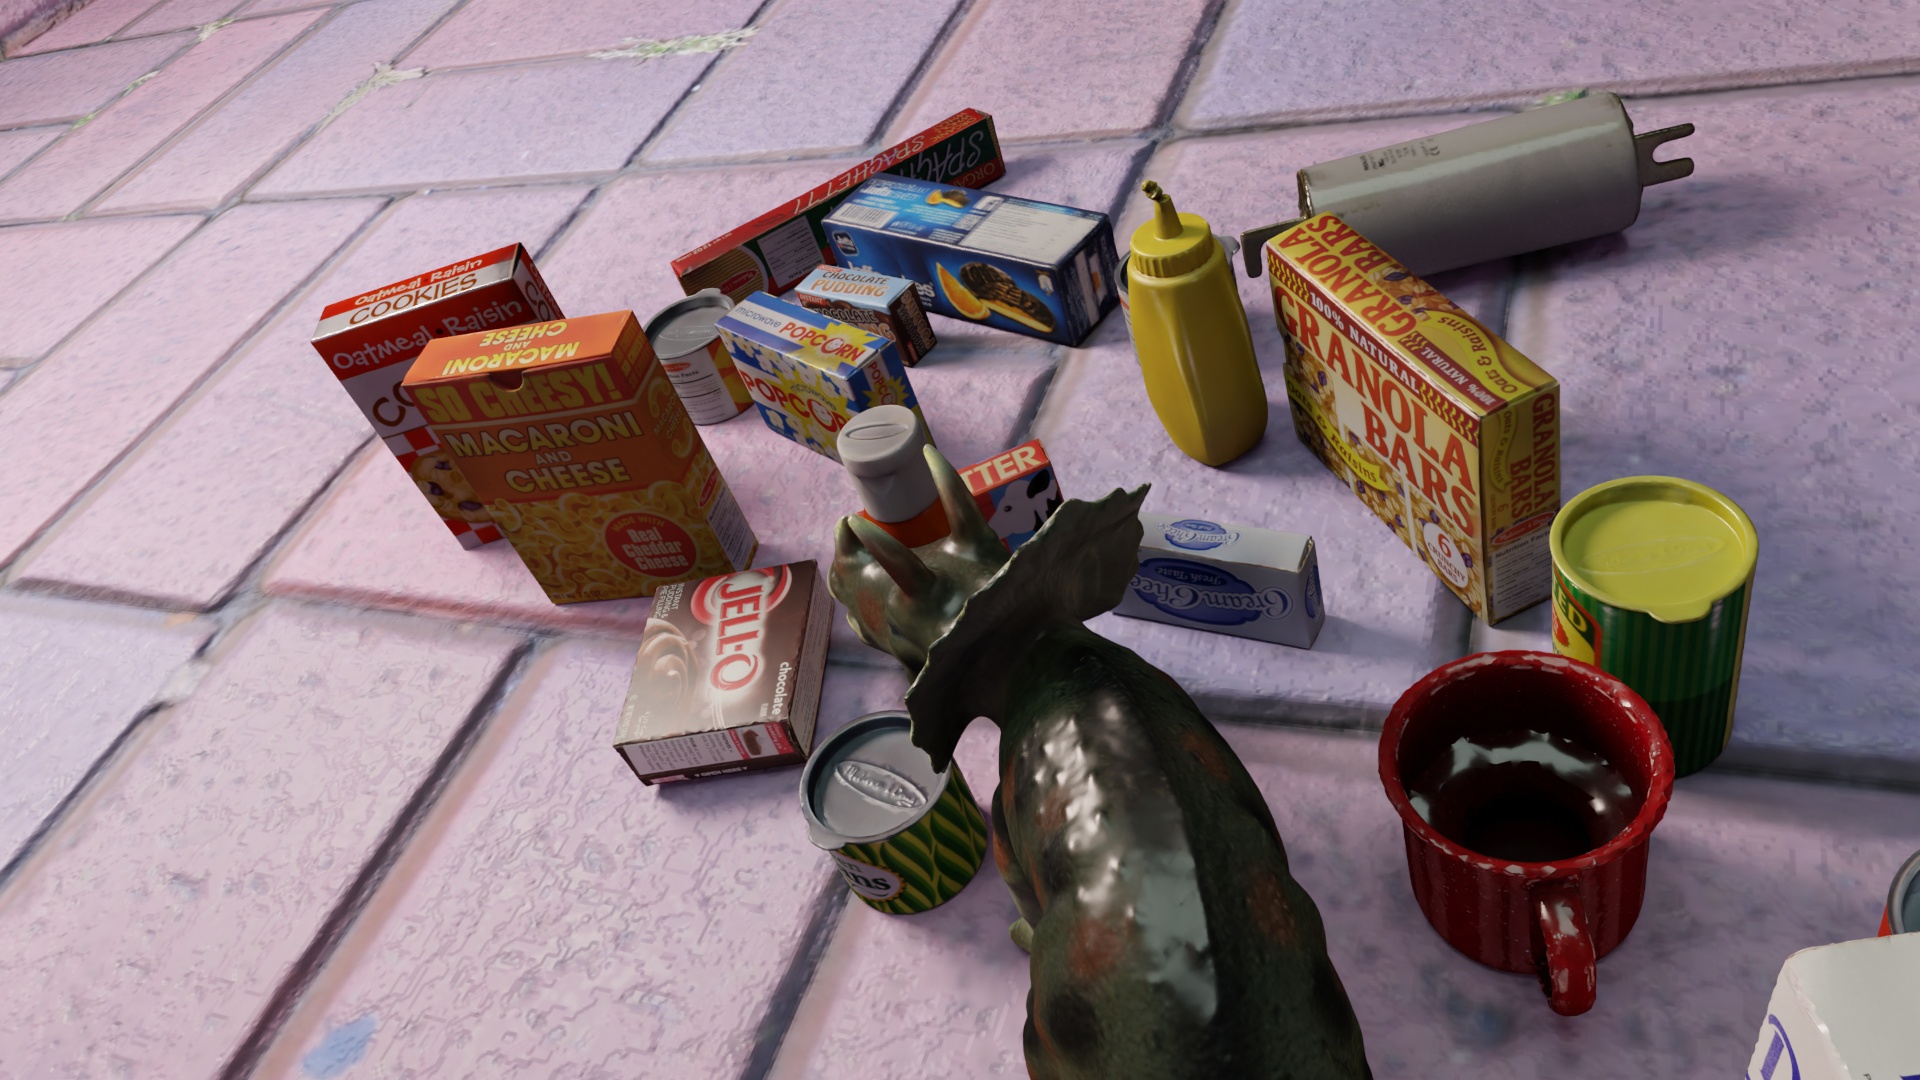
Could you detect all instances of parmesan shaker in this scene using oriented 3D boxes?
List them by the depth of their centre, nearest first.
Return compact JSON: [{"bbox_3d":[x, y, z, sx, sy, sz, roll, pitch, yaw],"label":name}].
[{"bbox_3d":[0.257,0.037,0.520,0.071,0.102,0.072,-12,42,11],"label":"parmesan shaker"}]

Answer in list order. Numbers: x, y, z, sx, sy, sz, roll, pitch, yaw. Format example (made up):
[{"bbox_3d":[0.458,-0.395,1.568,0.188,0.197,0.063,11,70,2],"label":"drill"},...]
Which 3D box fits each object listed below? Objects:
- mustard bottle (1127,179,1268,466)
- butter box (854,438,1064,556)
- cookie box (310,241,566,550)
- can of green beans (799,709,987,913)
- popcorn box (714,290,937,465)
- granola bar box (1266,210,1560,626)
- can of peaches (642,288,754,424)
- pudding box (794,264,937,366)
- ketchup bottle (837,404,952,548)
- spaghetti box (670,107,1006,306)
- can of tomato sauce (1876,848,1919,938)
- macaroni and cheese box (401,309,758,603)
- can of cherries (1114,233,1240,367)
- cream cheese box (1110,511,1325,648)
[{"bbox_3d":[0.114,-0.112,0.694,0.049,0.159,0.065,-30,42,-10],"label":"mustard bottle"},{"bbox_3d":[0.003,-0.009,0.713,0.103,0.053,0.024,-22,41,0],"label":"butter box"},{"bbox_3d":[-0.277,-0.081,0.819,0.123,0.166,0.040,-16,42,6],"label":"cookie box"},{"bbox_3d":[-0.027,0.116,0.590,0.071,0.057,0.071,-12,42,11],"label":"can of green beans"},{"bbox_3d":[-0.079,-0.089,0.807,0.127,0.084,0.038,26,60,40],"label":"popcorn box"},{"bbox_3d":[0.201,-0.058,0.628,0.039,0.123,0.166,-26,41,-4],"label":"granola bar box"},{"bbox_3d":[-0.163,-0.118,0.893,0.071,0.057,0.071,-12,42,11],"label":"can of peaches"},{"bbox_3d":[-0.060,-0.145,0.885,0.084,0.049,0.030,18,55,36],"label":"pudding box"},{"bbox_3d":[-0.015,0.005,0.633,0.064,0.148,0.044,-5,44,18],"label":"ketchup bottle"},{"bbox_3d":[-0.083,-0.229,0.984,0.250,0.050,0.029,-30,42,-10],"label":"spaghetti box"},{"bbox_3d":[0.305,0.138,0.409,0.071,0.082,0.071,-12,42,11],"label":"can of tomato sauce"},{"bbox_3d":[-0.197,-0.038,0.741,0.123,0.165,0.040,-6,44,18],"label":"macaroni and cheese box"},{"bbox_3d":[0.128,-0.134,0.789,0.071,0.058,0.072,-12,42,11],"label":"can of cherries"},{"bbox_3d":[0.113,0.016,0.640,0.104,0.053,0.024,9,50,30],"label":"cream cheese box"}]
